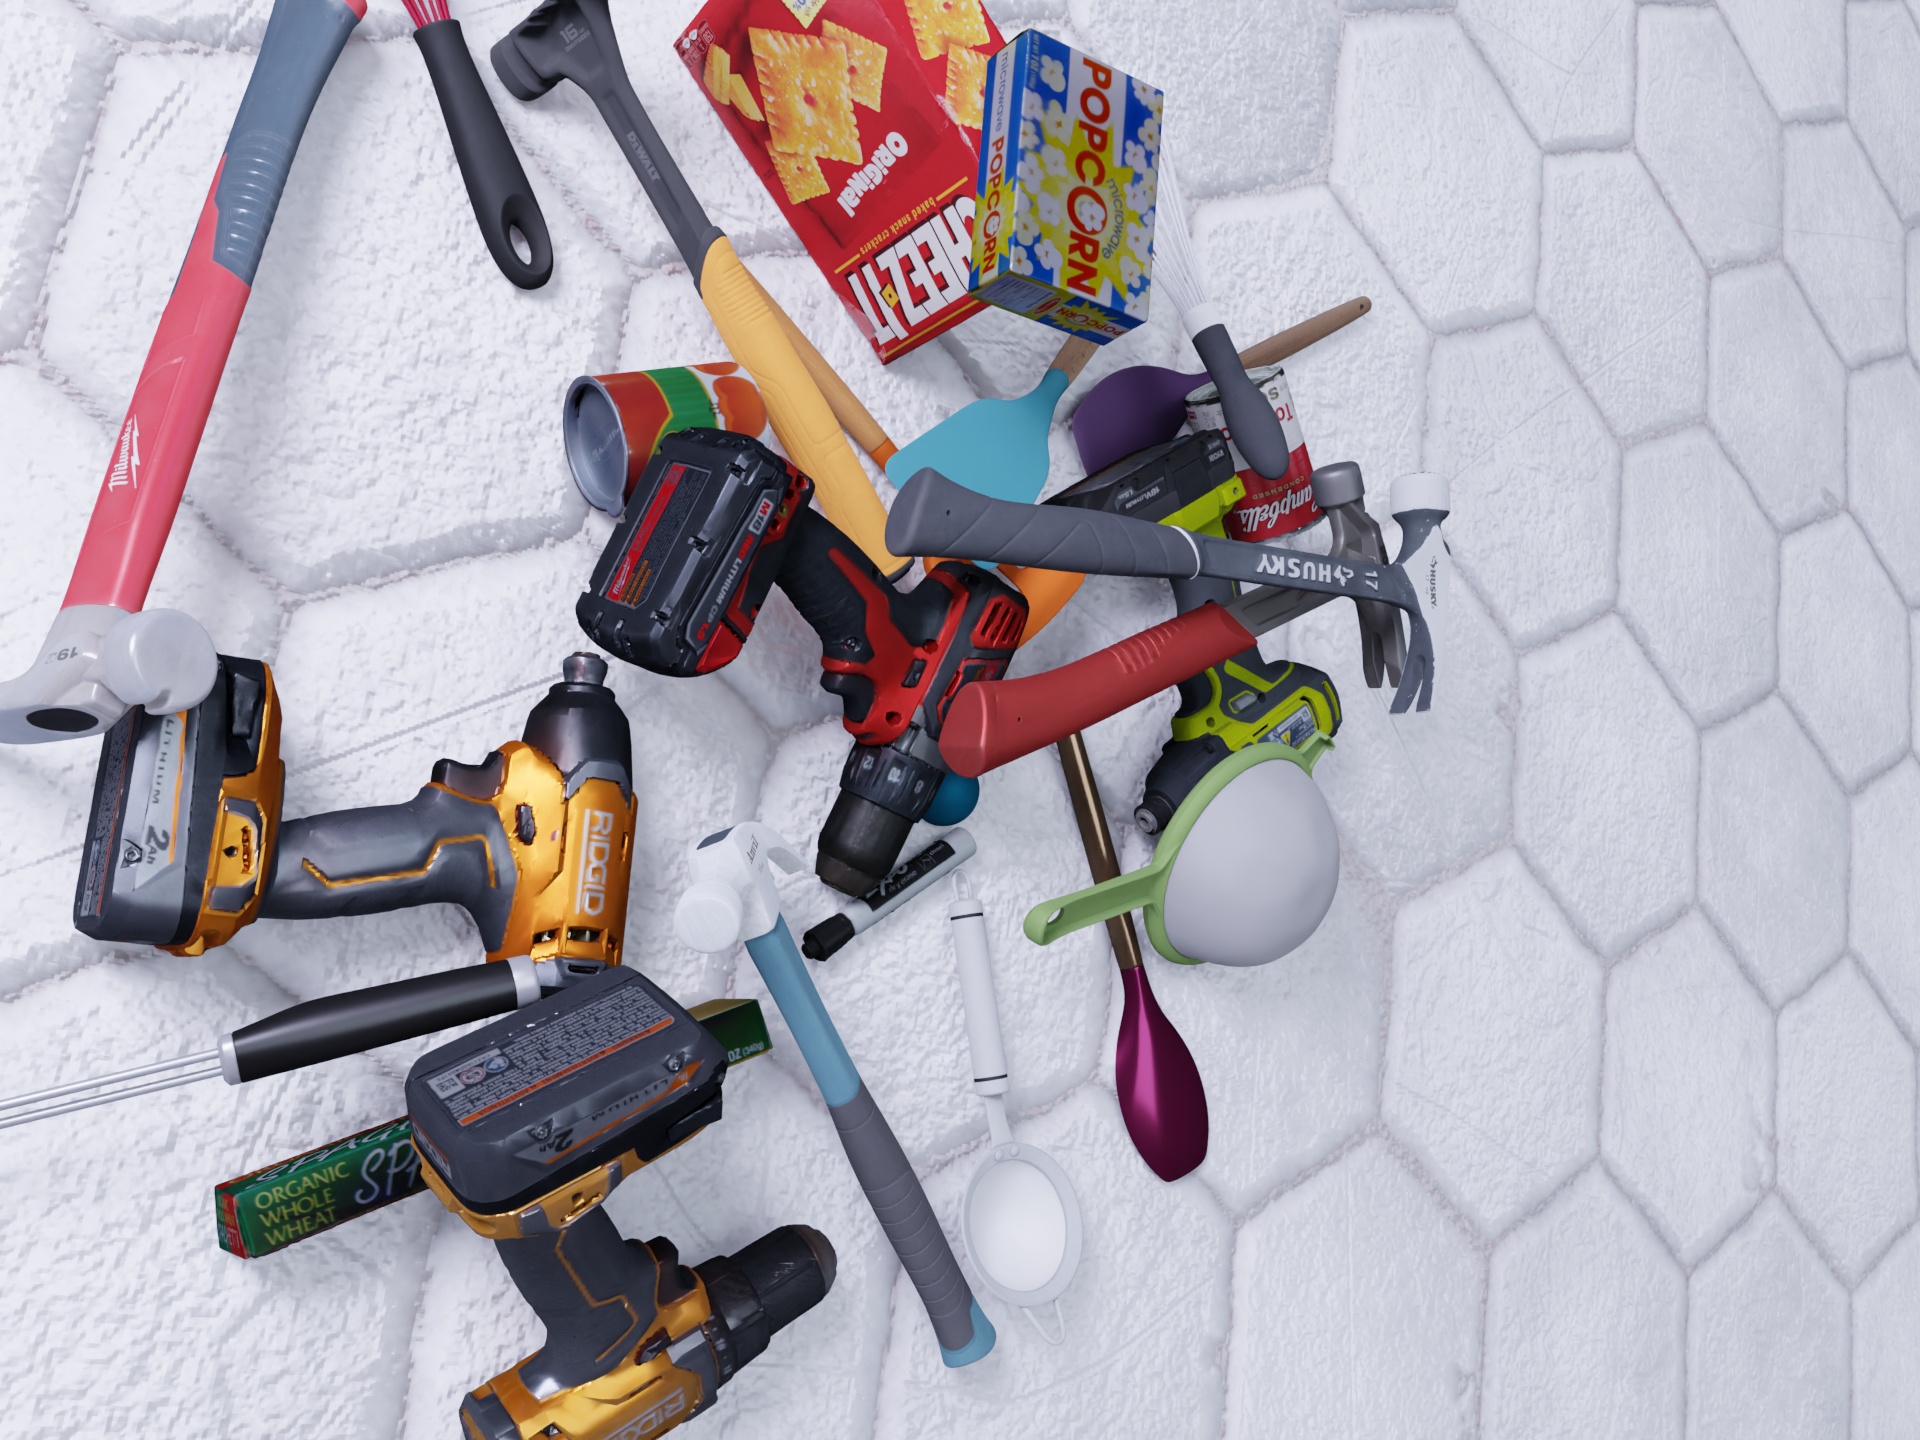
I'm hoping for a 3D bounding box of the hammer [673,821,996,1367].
[{"bbox_3d":[-0.054,0.197,0.798,0.033,0.128,0.330,-20,110,9],"label":"hammer"}]

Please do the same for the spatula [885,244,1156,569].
[{"bbox_3d":[0.058,-0.211,0.952,0.082,0.044,0.318,43,45,-11],"label":"spatula"}]

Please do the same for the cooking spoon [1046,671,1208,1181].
[{"bbox_3d":[0.097,0.124,0.962,0.068,0.017,0.319,-18,94,-37],"label":"cooking spoon"}]

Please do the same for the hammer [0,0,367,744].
[{"bbox_3d":[-0.331,-0.172,0.674,0.038,0.143,0.387,44,44,-54],"label":"hammer"}]

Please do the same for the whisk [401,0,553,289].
[{"bbox_3d":[-0.261,-0.352,0.766,0.073,0.073,0.295,-29,106,-35],"label":"whisk"}]

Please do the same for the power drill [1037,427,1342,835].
[{"bbox_3d":[0.139,-0.051,0.984,0.171,0.080,0.223,-33,106,-33],"label":"power drill"}]

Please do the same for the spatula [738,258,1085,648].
[{"bbox_3d":[-0.059,-0.172,0.885,0.081,0.041,0.322,-44,108,-6],"label":"spatula"}]

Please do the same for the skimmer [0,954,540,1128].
[{"bbox_3d":[-0.327,0.164,0.581,0.363,0.127,0.090,-12,48,-27],"label":"skimmer"}]

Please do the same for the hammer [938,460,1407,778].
[{"bbox_3d":[0.134,-0.035,0.912,0.359,0.037,0.149,-25,105,-36],"label":"hammer"}]

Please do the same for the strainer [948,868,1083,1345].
[{"bbox_3d":[0.018,0.210,0.882,0.086,0.050,0.258,0,77,-41],"label":"strainer"}]

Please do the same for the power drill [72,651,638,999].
[{"bbox_3d":[-0.247,0.034,0.699,0.226,0.084,0.164,13,75,-37],"label":"power drill"}]

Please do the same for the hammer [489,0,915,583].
[{"bbox_3d":[-0.111,-0.217,0.821,0.034,0.127,0.336,-48,116,-42],"label":"hammer"}]

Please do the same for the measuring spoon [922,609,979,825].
[{"bbox_3d":[-0.001,-0.003,0.894,0.042,0.021,0.128,3,94,-29],"label":"measuring spoon"}]

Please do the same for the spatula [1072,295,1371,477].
[{"bbox_3d":[0.185,-0.241,1.081,0.316,0.018,0.059,-30,111,-34],"label":"spatula"}]

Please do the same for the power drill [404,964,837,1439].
[{"bbox_3d":[-0.140,0.223,0.704,0.185,0.084,0.226,-22,124,-34],"label":"power drill"}]

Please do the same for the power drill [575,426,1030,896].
[{"bbox_3d":[-0.077,-0.024,0.801,0.226,0.080,0.188,30,84,-42],"label":"power drill"}]

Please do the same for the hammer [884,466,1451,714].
[{"bbox_3d":[0.134,-0.084,0.869,0.408,0.036,0.149,3,84,-36],"label":"hammer"}]

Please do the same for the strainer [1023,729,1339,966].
[{"bbox_3d":[0.146,0.101,0.919,0.256,0.069,0.151,-12,121,-42],"label":"strainer"}]

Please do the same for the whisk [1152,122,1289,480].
[{"bbox_3d":[0.138,-0.274,0.985,0.070,0.070,0.285,-15,75,-36],"label":"whisk"}]
